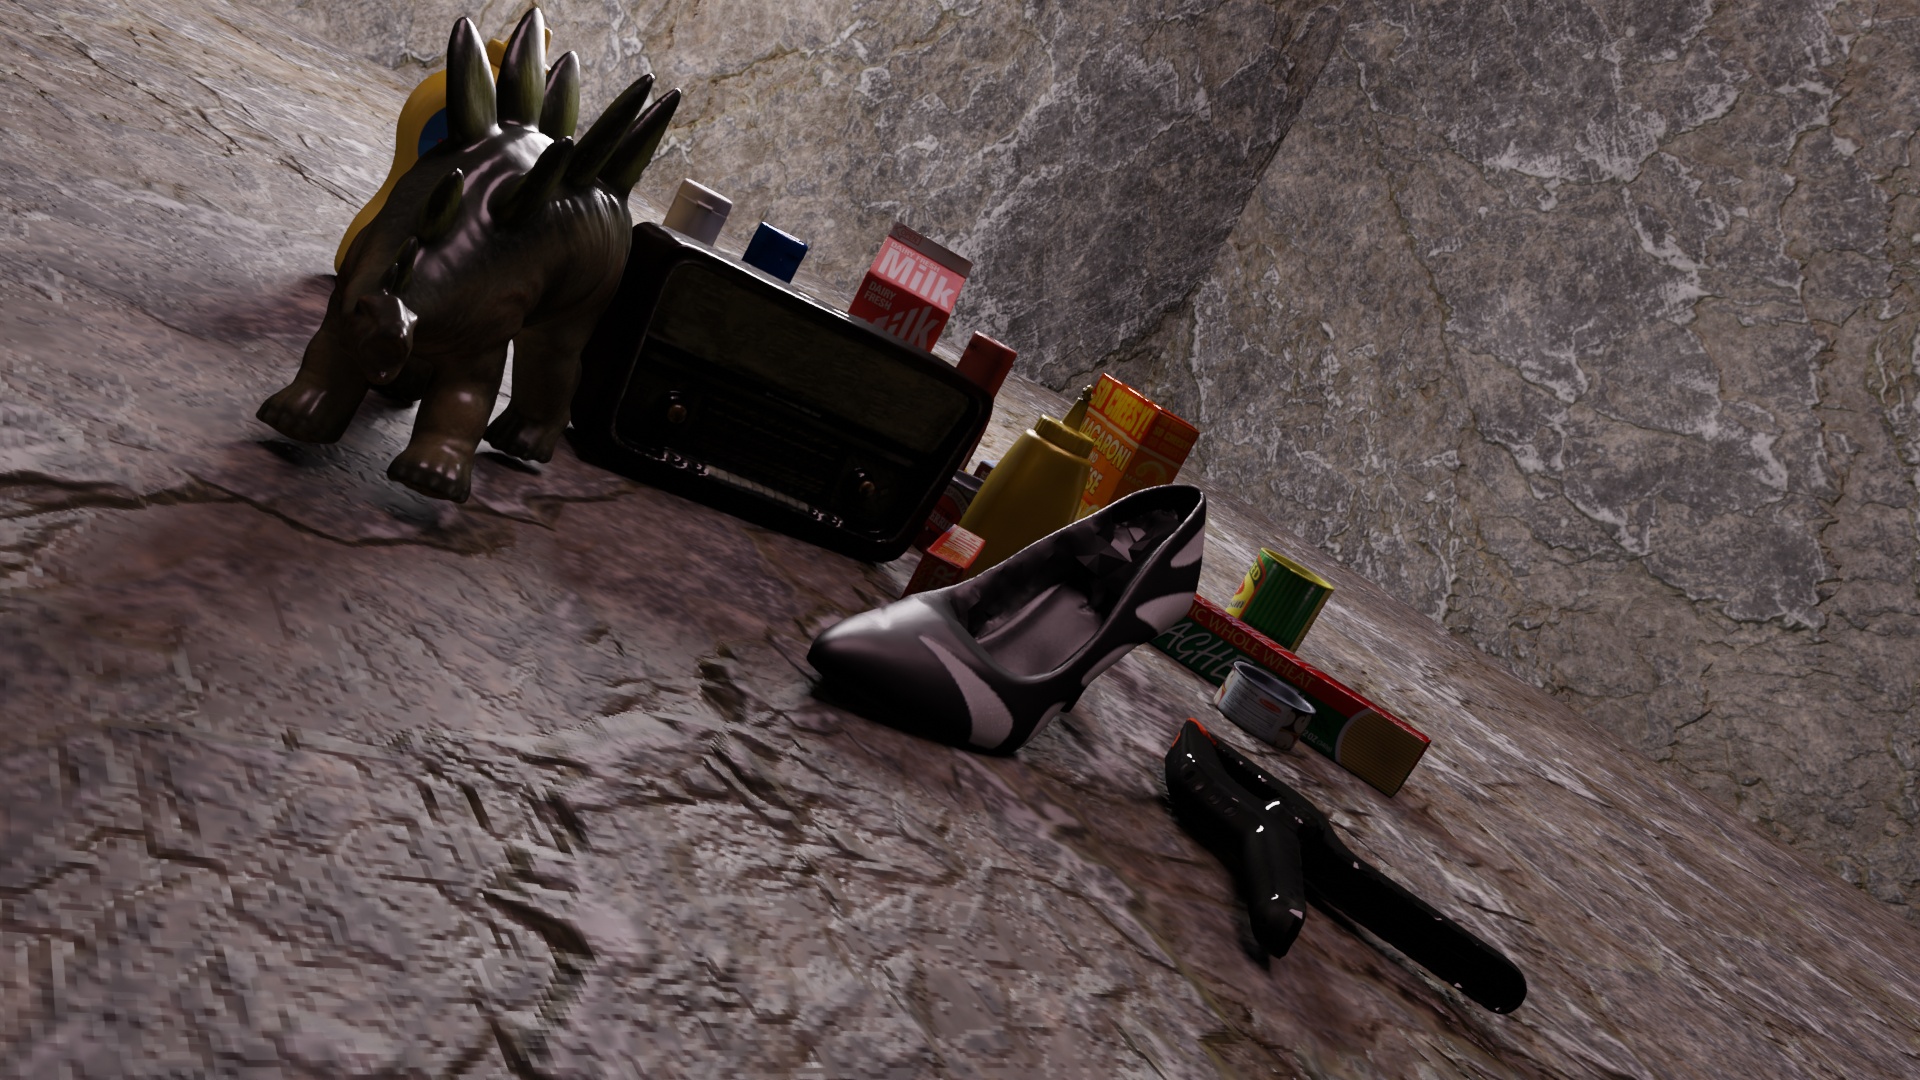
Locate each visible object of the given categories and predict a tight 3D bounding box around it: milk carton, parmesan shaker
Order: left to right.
[{"bbox_3d":[-0.064,-0.149,1.088,0.072,0.190,0.073,28,10,-8],"label":"milk carton"},{"bbox_3d":[0.246,0.066,1.120,0.071,0.103,0.071,28,10,-5],"label":"parmesan shaker"}]

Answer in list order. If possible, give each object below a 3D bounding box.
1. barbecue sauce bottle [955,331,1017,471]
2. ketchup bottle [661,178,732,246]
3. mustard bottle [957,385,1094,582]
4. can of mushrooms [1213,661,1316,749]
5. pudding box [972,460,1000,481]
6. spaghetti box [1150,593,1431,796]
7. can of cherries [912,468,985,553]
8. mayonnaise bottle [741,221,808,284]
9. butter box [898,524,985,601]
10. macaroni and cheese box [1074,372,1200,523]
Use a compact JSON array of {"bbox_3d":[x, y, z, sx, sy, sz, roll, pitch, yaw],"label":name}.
[{"bbox_3d":[-0.008,-0.083,1.042,0.043,0.148,0.065,24,11,-27],"label":"barbecue sauce bottle"},{"bbox_3d":[-0.204,-0.171,0.945,0.065,0.148,0.043,25,11,-21],"label":"ketchup bottle"},{"bbox_3d":[0.047,-0.029,0.896,0.065,0.160,0.049,25,11,-24],"label":"mustard bottle"},{"bbox_3d":[0.218,0.118,0.993,0.071,0.033,0.071,28,10,-5],"label":"can of mushrooms"},{"bbox_3d":[0.029,-0.043,1.217,0.030,0.049,0.084,31,11,11],"label":"pudding box"},{"bbox_3d":[0.232,0.103,1.055,0.250,0.050,0.029,33,11,21],"label":"spaghetti box"},{"bbox_3d":[0.004,-0.012,0.983,0.071,0.058,0.071,28,10,-5],"label":"can of cherries"},{"bbox_3d":[-0.153,-0.142,0.944,0.041,0.147,0.065,36,12,33],"label":"mayonnaise bottle"},{"bbox_3d":[-0.013,0.024,0.782,0.024,0.053,0.104,29,10,3],"label":"butter box"},{"bbox_3d":[0.099,-0.030,1.019,0.040,0.166,0.124,25,11,-21],"label":"macaroni and cheese box"}]
